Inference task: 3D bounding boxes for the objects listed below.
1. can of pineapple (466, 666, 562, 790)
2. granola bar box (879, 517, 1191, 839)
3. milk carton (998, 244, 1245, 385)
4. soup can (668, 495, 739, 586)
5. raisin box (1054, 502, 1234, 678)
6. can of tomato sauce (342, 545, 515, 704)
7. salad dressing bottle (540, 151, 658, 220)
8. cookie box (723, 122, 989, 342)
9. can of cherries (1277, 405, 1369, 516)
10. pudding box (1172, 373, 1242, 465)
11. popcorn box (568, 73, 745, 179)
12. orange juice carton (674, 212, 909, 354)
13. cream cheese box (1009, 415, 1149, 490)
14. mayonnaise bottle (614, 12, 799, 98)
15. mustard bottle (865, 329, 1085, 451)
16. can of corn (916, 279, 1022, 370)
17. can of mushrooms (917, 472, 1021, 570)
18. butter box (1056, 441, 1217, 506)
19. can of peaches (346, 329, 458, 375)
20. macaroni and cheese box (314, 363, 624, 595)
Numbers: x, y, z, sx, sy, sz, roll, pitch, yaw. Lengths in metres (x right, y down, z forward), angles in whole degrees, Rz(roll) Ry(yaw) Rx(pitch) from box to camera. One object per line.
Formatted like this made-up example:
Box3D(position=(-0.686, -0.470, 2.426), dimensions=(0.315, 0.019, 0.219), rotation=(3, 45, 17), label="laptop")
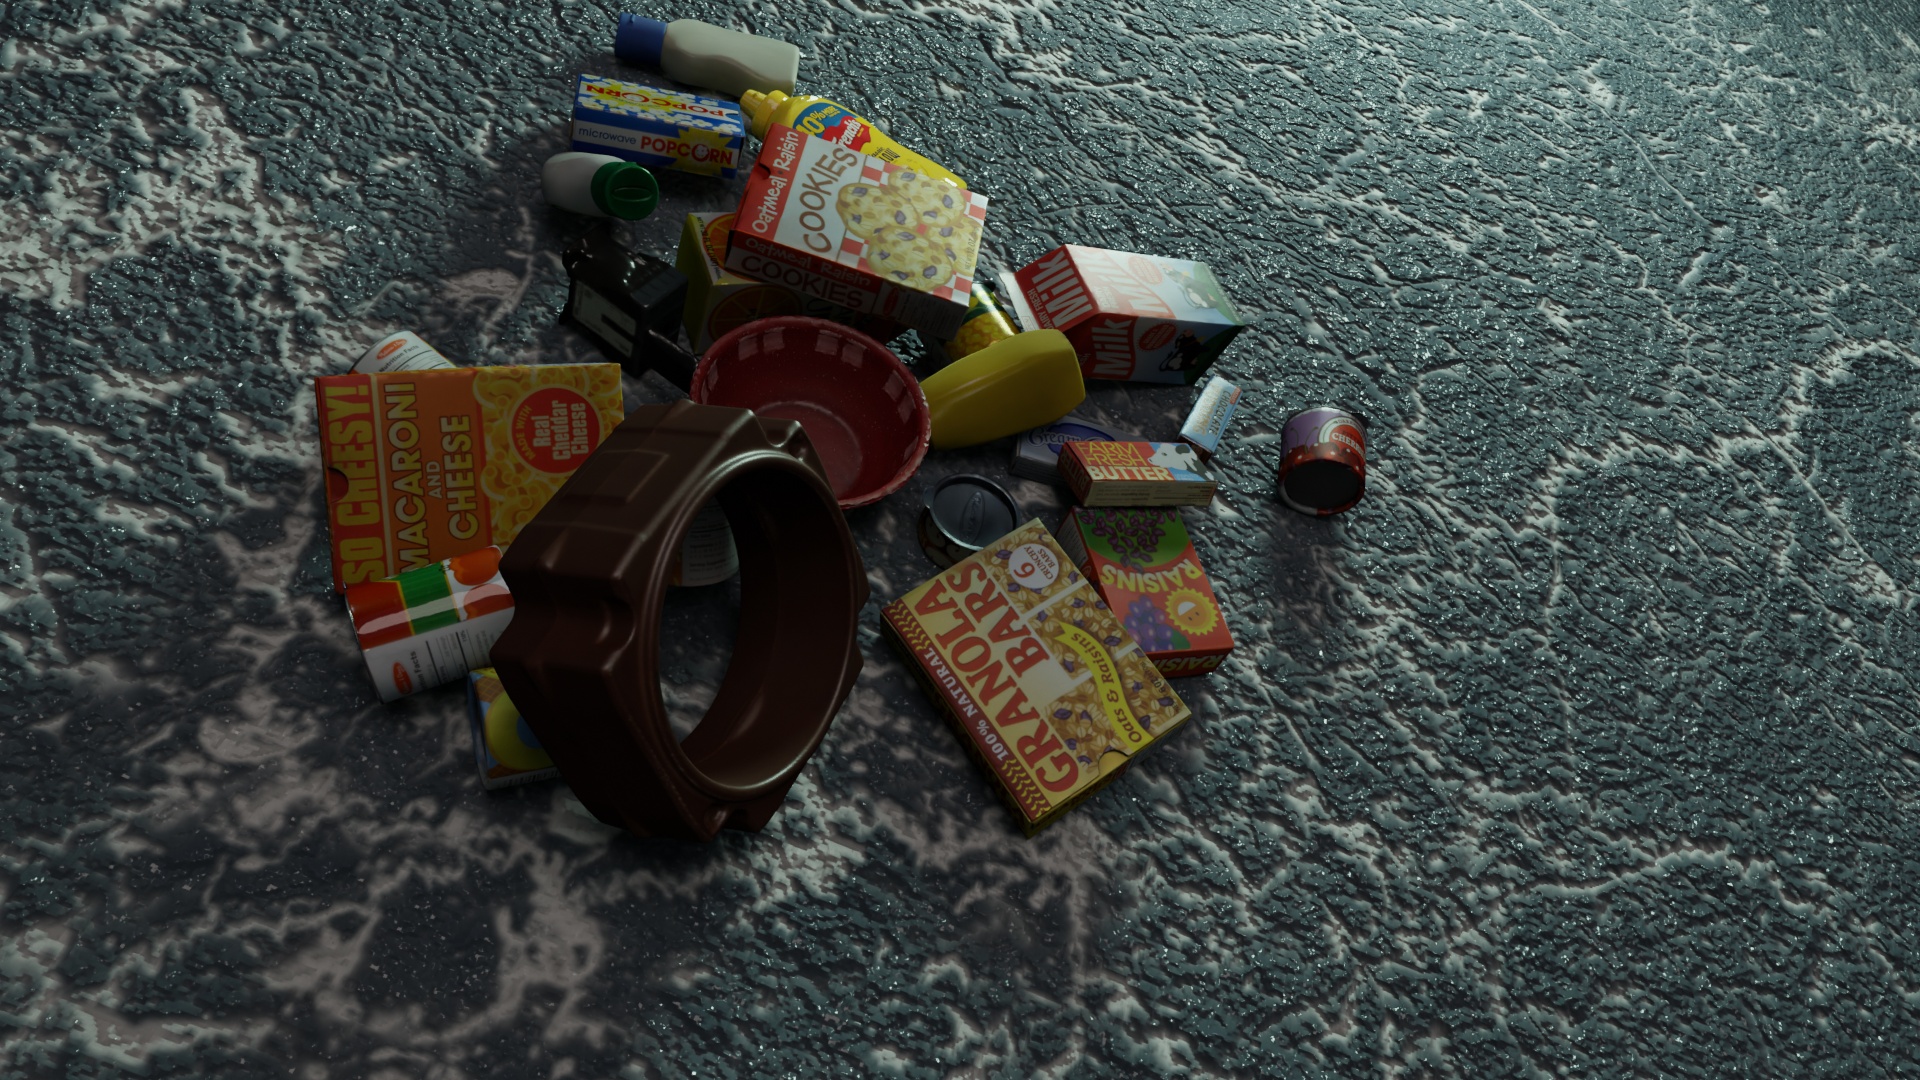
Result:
Box3D(position=(-0.233, 0.096, 0.755), dimensions=(0.058, 0.070, 0.071), rotation=(-8, 58, -26), label="can of pineapple")
Box3D(position=(0.045, 0.082, 0.872), dimensions=(0.124, 0.039, 0.166), rotation=(-31, 69, -18), label="granola bar box")
Box3D(position=(0.118, -0.173, 1.070), dimensions=(0.191, 0.073, 0.072), rotation=(0, 54, -34), label="milk carton")
Box3D(position=(-0.168, -0.024, 0.850), dimensions=(0.071, 0.083, 0.071), rotation=(4, 23, -2), label="soup can")
Box3D(position=(0.125, 0.034, 0.960), dimensions=(0.086, 0.039, 0.124), rotation=(-2, 55, -24), label="raisin box")
Box3D(position=(-0.287, 0.044, 0.766), dimensions=(0.083, 0.070, 0.071), rotation=(-18, 63, -20), label="can of tomato sauce")
Box3D(position=(-0.250, -0.247, 0.970), dimensions=(0.064, 0.044, 0.148), rotation=(-6, 18, -28), label="salad dressing bottle")
Box3D(position=(-0.070, -0.219, 0.977), dimensions=(0.167, 0.040, 0.123), rotation=(17, 50, -10), label="cookie box")
Box3D(position=(0.281, -0.062, 1.072), dimensions=(0.071, 0.071, 0.059), rotation=(21, 50, -6), label="can of cherries")
Box3D(position=(0.184, -0.083, 1.064), dimensions=(0.030, 0.049, 0.084), rotation=(30, 50, 4), label="pudding box")
Box3D(position=(-0.234, -0.319, 1.070), dimensions=(0.127, 0.038, 0.085), rotation=(6, 31, -17), label="popcorn box")
Box3D(position=(-0.105, -0.191, 1.018), dimensions=(0.193, 0.072, 0.072), rotation=(-7, 58, -26), label="orange juice carton")
Box3D(position=(0.088, -0.062, 1.028), dimensions=(0.104, 0.024, 0.054), rotation=(15, 50, -10), label="cream cheese box")
Box3D(position=(-0.211, -0.403, 1.159), dimensions=(0.148, 0.041, 0.065), rotation=(10, 50, -13), label="mayonnaise bottle")
Box3D(position=(0.006, -0.099, 0.988), dimensions=(0.160, 0.065, 0.049), rotation=(-20, 38, -4), label="mustard bottle")
Box3D(position=(0.012, -0.151, 1.035), dimensions=(0.071, 0.070, 0.058), rotation=(-20, 65, -32), label="can of corn")
Box3D(position=(0.003, -0.012, 0.951), dimensions=(0.071, 0.033, 0.071), rotation=(10, 53, -14), label="can of mushrooms")
Box3D(position=(0.126, -0.047, 0.989), dimensions=(0.104, 0.024, 0.053), rotation=(-1, 36, -22), label="butter box")
Box3D(position=(-0.336, -0.085, 0.853), dimensions=(0.058, 0.071, 0.071), rotation=(38, 50, 2), label="can of peaches")
Box3D(position=(-0.281, -0.040, 0.813), dimensions=(0.167, 0.040, 0.123), rotation=(-6, 98, -25), label="macaroni and cheese box")
